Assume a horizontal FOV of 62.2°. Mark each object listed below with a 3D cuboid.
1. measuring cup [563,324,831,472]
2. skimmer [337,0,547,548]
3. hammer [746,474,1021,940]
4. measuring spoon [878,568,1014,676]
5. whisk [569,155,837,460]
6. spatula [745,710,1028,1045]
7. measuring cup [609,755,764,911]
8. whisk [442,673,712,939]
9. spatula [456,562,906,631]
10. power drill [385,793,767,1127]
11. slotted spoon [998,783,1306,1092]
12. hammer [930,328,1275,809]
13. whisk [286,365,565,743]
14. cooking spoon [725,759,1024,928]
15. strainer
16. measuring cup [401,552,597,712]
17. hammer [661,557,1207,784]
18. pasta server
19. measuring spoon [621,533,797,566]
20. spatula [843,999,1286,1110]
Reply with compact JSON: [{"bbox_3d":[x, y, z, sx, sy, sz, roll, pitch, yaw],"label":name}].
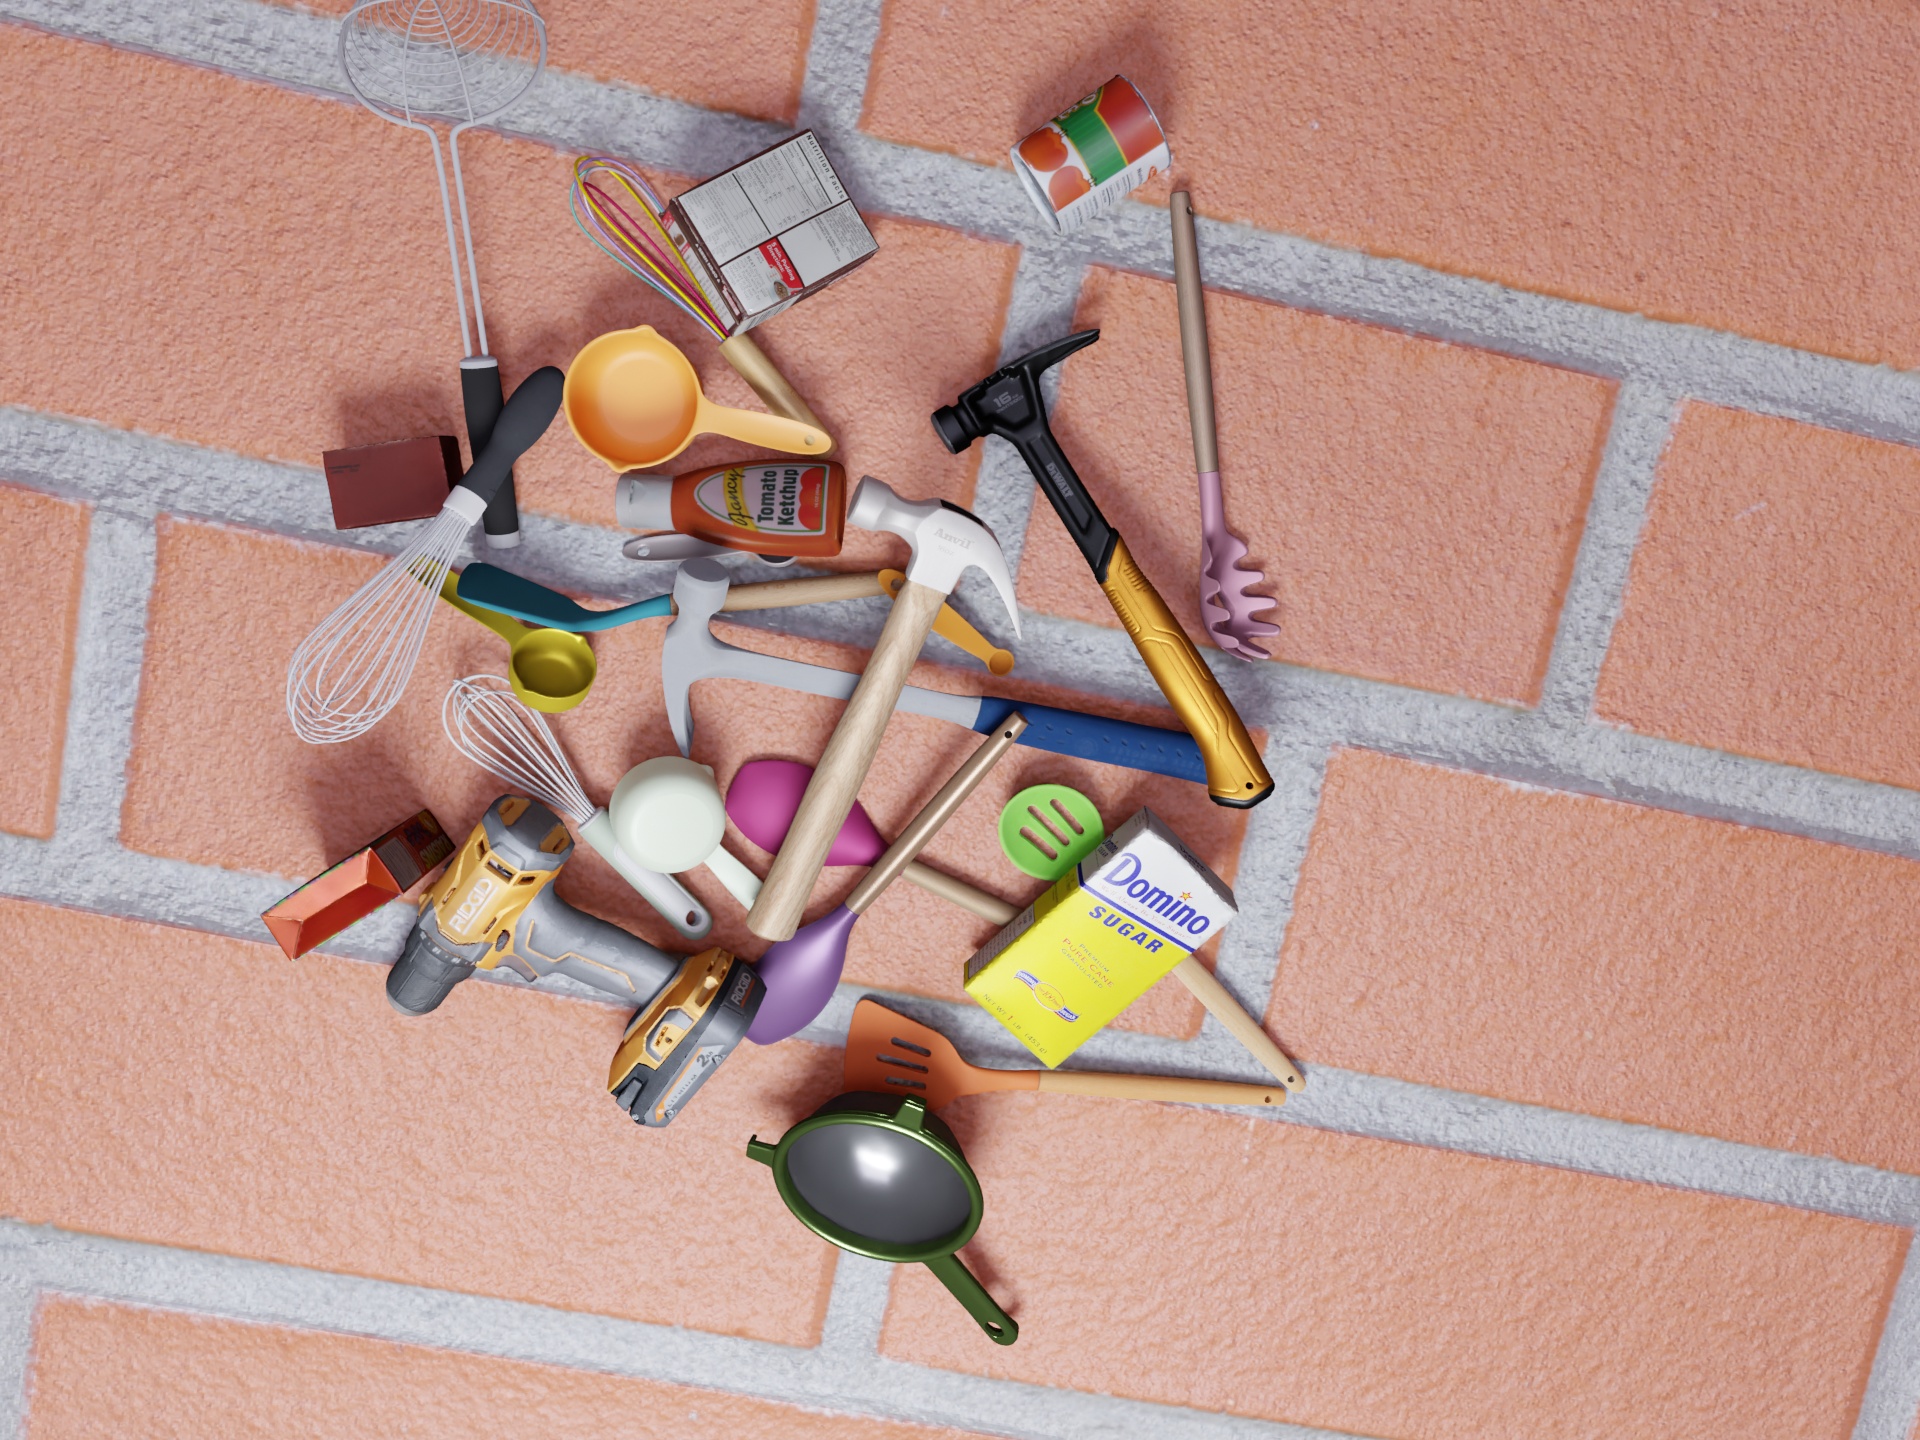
[{"bbox_3d":[-0.170,-0.201,1.046,0.173,0.052,0.095,12,99,-7],"label":"measuring cup"},{"bbox_3d":[-0.317,-0.298,1.032,0.127,0.090,0.363,-5,110,-7],"label":"skimmer"},{"bbox_3d":[-0.064,0.009,1.036,0.130,0.031,0.331,19,114,-15],"label":"hammer"},{"bbox_3d":[-0.010,-0.068,1.089,0.116,0.011,0.021,36,92,-18],"label":"measuring spoon"},{"bbox_3d":[-0.168,-0.266,1.040,0.051,0.047,0.245,-40,103,2],"label":"whisk"},{"bbox_3d":[-0.057,0.113,1.099,0.059,0.018,0.316,37,107,-10],"label":"spatula"},{"bbox_3d":[-0.168,0.096,1.082,0.083,0.038,0.167,-42,116,-2],"label":"measuring cup"},{"bbox_3d":[-0.258,0.062,1.089,0.246,0.059,0.058,48,67,-14],"label":"whisk"},{"bbox_3d":[-0.169,-0.090,1.066,0.317,0.082,0.044,-6,112,-8],"label":"spatula"},{"bbox_3d":[-0.271,0.180,1.085,0.226,0.084,0.185,38,112,-7],"label":"power drill"},{"bbox_3d":[0.143,0.160,1.138,0.070,0.031,0.313,-42,101,8],"label":"slotted spoon"},{"bbox_3d":[0.118,-0.093,1.062,0.127,0.034,0.337,-31,90,2],"label":"hammer"},{"bbox_3d":[-0.327,-0.108,0.994,0.070,0.070,0.285,32,74,-8],"label":"whisk"},{"bbox_3d":[-0.017,0.114,1.124,0.319,0.017,0.069,26,98,-7],"label":"cooking spoon"},{"bbox_3d":[-0.024,0.347,1.142,0.151,0.069,0.256,-22,117,27],"label":"strainer"},{"bbox_3d":[-0.315,-0.060,1.072,0.156,0.062,0.029,36,141,5],"label":"measuring cup"},{"bbox_3d":[-0.002,-0.003,1.081,0.405,0.035,0.144,12,125,-10],"label":"hammer"},{"bbox_3d":[0.171,-0.196,1.073,0.060,0.040,0.316,-15,101,-45],"label":"pasta server"},{"bbox_3d":[-0.167,-0.115,1.080,0.124,0.018,0.034,-3,67,3],"label":"measuring spoon"},{"bbox_3d":[0.078,0.258,1.154,0.322,0.041,0.081,6,101,-9],"label":"spatula"}]
